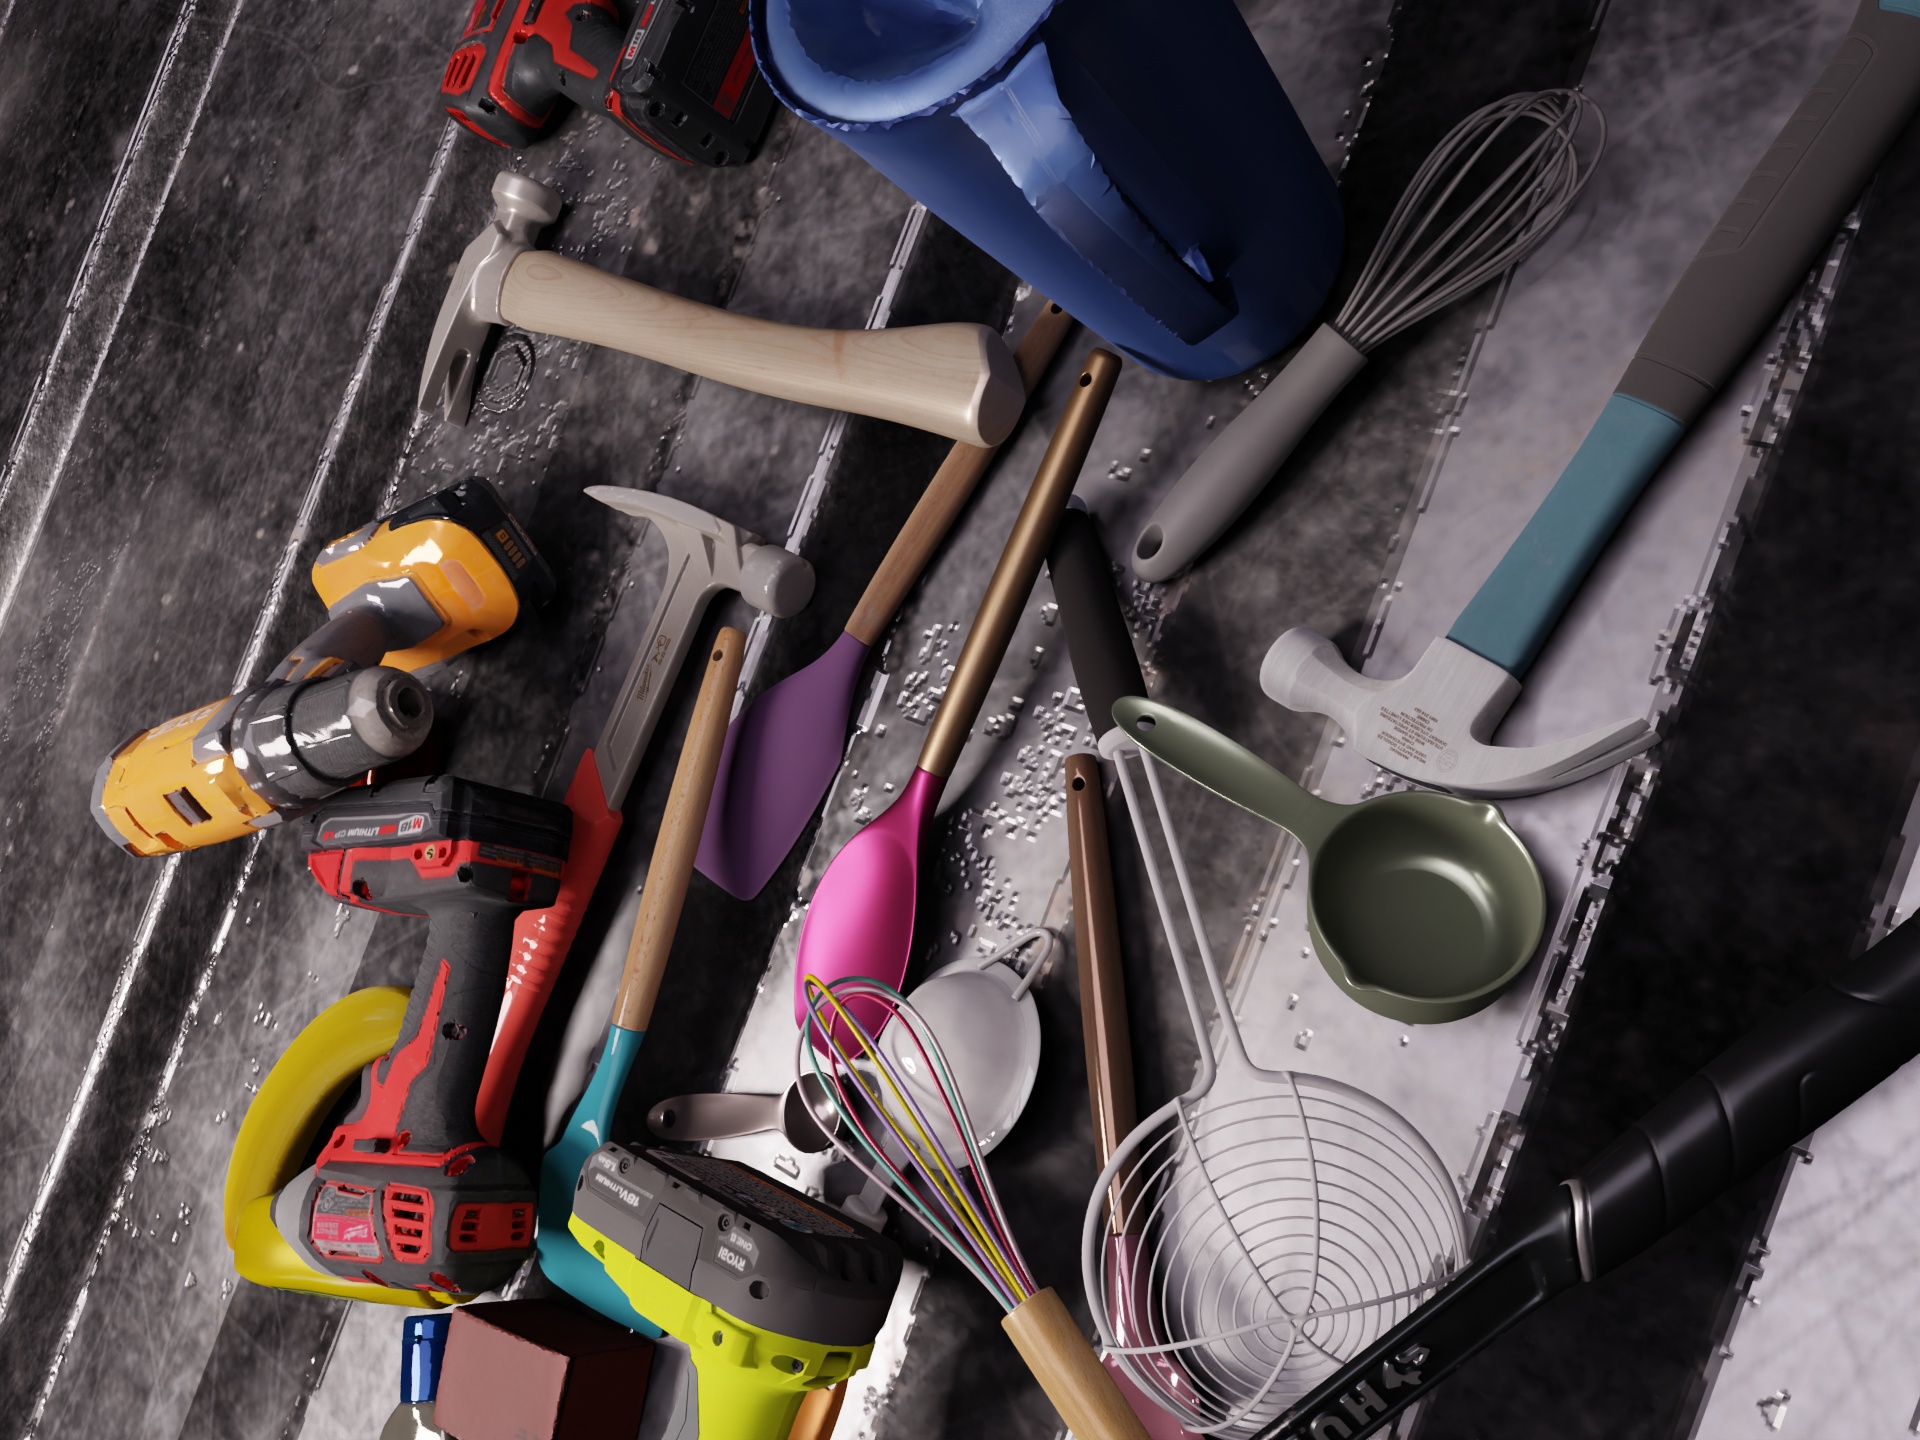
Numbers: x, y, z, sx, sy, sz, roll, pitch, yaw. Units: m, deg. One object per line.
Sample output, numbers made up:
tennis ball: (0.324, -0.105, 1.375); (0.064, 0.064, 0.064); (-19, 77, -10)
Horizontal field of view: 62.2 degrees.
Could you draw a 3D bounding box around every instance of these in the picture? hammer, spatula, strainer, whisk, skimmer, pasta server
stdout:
hammer: (-0.196, 0.062, 0.783); (0.149, 0.036, 0.359); (23, 90, 36)
spatula: (-0.035, -0.060, 0.719); (0.060, 0.018, 0.316); (35, 97, 16)
strainer: (-0.037, 0.194, 0.642); (0.087, 0.050, 0.258); (34, 100, 51)
whisk: (0.011, 0.188, 0.564); (0.245, 0.051, 0.047); (52, 131, 23)
hammer: (0.169, 0.167, 0.468); (0.409, 0.036, 0.149); (-39, 102, 5)
hammer: (0.242, -0.118, 0.544); (0.128, 0.033, 0.331); (37, 99, 35)
skimmer: (0.080, 0.073, 0.598); (0.127, 0.090, 0.364); (-15, 56, 4)
hammer: (-0.136, -0.184, 0.799); (0.411, 0.038, 0.146); (23, 92, 38)
spatula: (-0.137, 0.113, 0.721); (0.082, 0.044, 0.317); (12, 85, 35)
whisk: (0.149, -0.141, 0.608); (0.239, 0.055, 0.055); (-49, 57, 18)
pasta server: (0.057, 0.162, 0.589); (0.060, 0.040, 0.316); (-9, 70, 16)

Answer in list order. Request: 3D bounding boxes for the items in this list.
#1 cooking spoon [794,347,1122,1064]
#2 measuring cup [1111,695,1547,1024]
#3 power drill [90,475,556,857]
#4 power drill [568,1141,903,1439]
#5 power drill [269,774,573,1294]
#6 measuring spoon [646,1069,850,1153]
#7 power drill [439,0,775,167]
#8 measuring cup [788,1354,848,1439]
cooking spoon: (-0.001, -0.002, 0.661); (0.069, 0.017, 0.319); (33, 104, 43)
measuring cup: (0.121, 0.043, 0.557); (0.168, 0.038, 0.083); (34, 70, 26)
power drill: (-0.284, -0.031, 0.766); (0.185, 0.084, 0.226); (-16, 28, 29)
power drill: (-0.126, 0.284, 0.598); (0.191, 0.080, 0.228); (12, 79, 41)
power drill: (-0.252, 0.143, 0.726); (0.143, 0.078, 0.220); (-8, 72, 32)
measuring spoon: (-0.093, 0.174, 0.702); (0.124, 0.018, 0.034); (-13, 68, 37)
power drill: (-0.186, -0.403, 0.880); (0.227, 0.080, 0.188); (24, 91, 38)
measuring cup: (-0.064, 0.326, 0.618); (0.095, 0.052, 0.174); (16, 82, 37)
